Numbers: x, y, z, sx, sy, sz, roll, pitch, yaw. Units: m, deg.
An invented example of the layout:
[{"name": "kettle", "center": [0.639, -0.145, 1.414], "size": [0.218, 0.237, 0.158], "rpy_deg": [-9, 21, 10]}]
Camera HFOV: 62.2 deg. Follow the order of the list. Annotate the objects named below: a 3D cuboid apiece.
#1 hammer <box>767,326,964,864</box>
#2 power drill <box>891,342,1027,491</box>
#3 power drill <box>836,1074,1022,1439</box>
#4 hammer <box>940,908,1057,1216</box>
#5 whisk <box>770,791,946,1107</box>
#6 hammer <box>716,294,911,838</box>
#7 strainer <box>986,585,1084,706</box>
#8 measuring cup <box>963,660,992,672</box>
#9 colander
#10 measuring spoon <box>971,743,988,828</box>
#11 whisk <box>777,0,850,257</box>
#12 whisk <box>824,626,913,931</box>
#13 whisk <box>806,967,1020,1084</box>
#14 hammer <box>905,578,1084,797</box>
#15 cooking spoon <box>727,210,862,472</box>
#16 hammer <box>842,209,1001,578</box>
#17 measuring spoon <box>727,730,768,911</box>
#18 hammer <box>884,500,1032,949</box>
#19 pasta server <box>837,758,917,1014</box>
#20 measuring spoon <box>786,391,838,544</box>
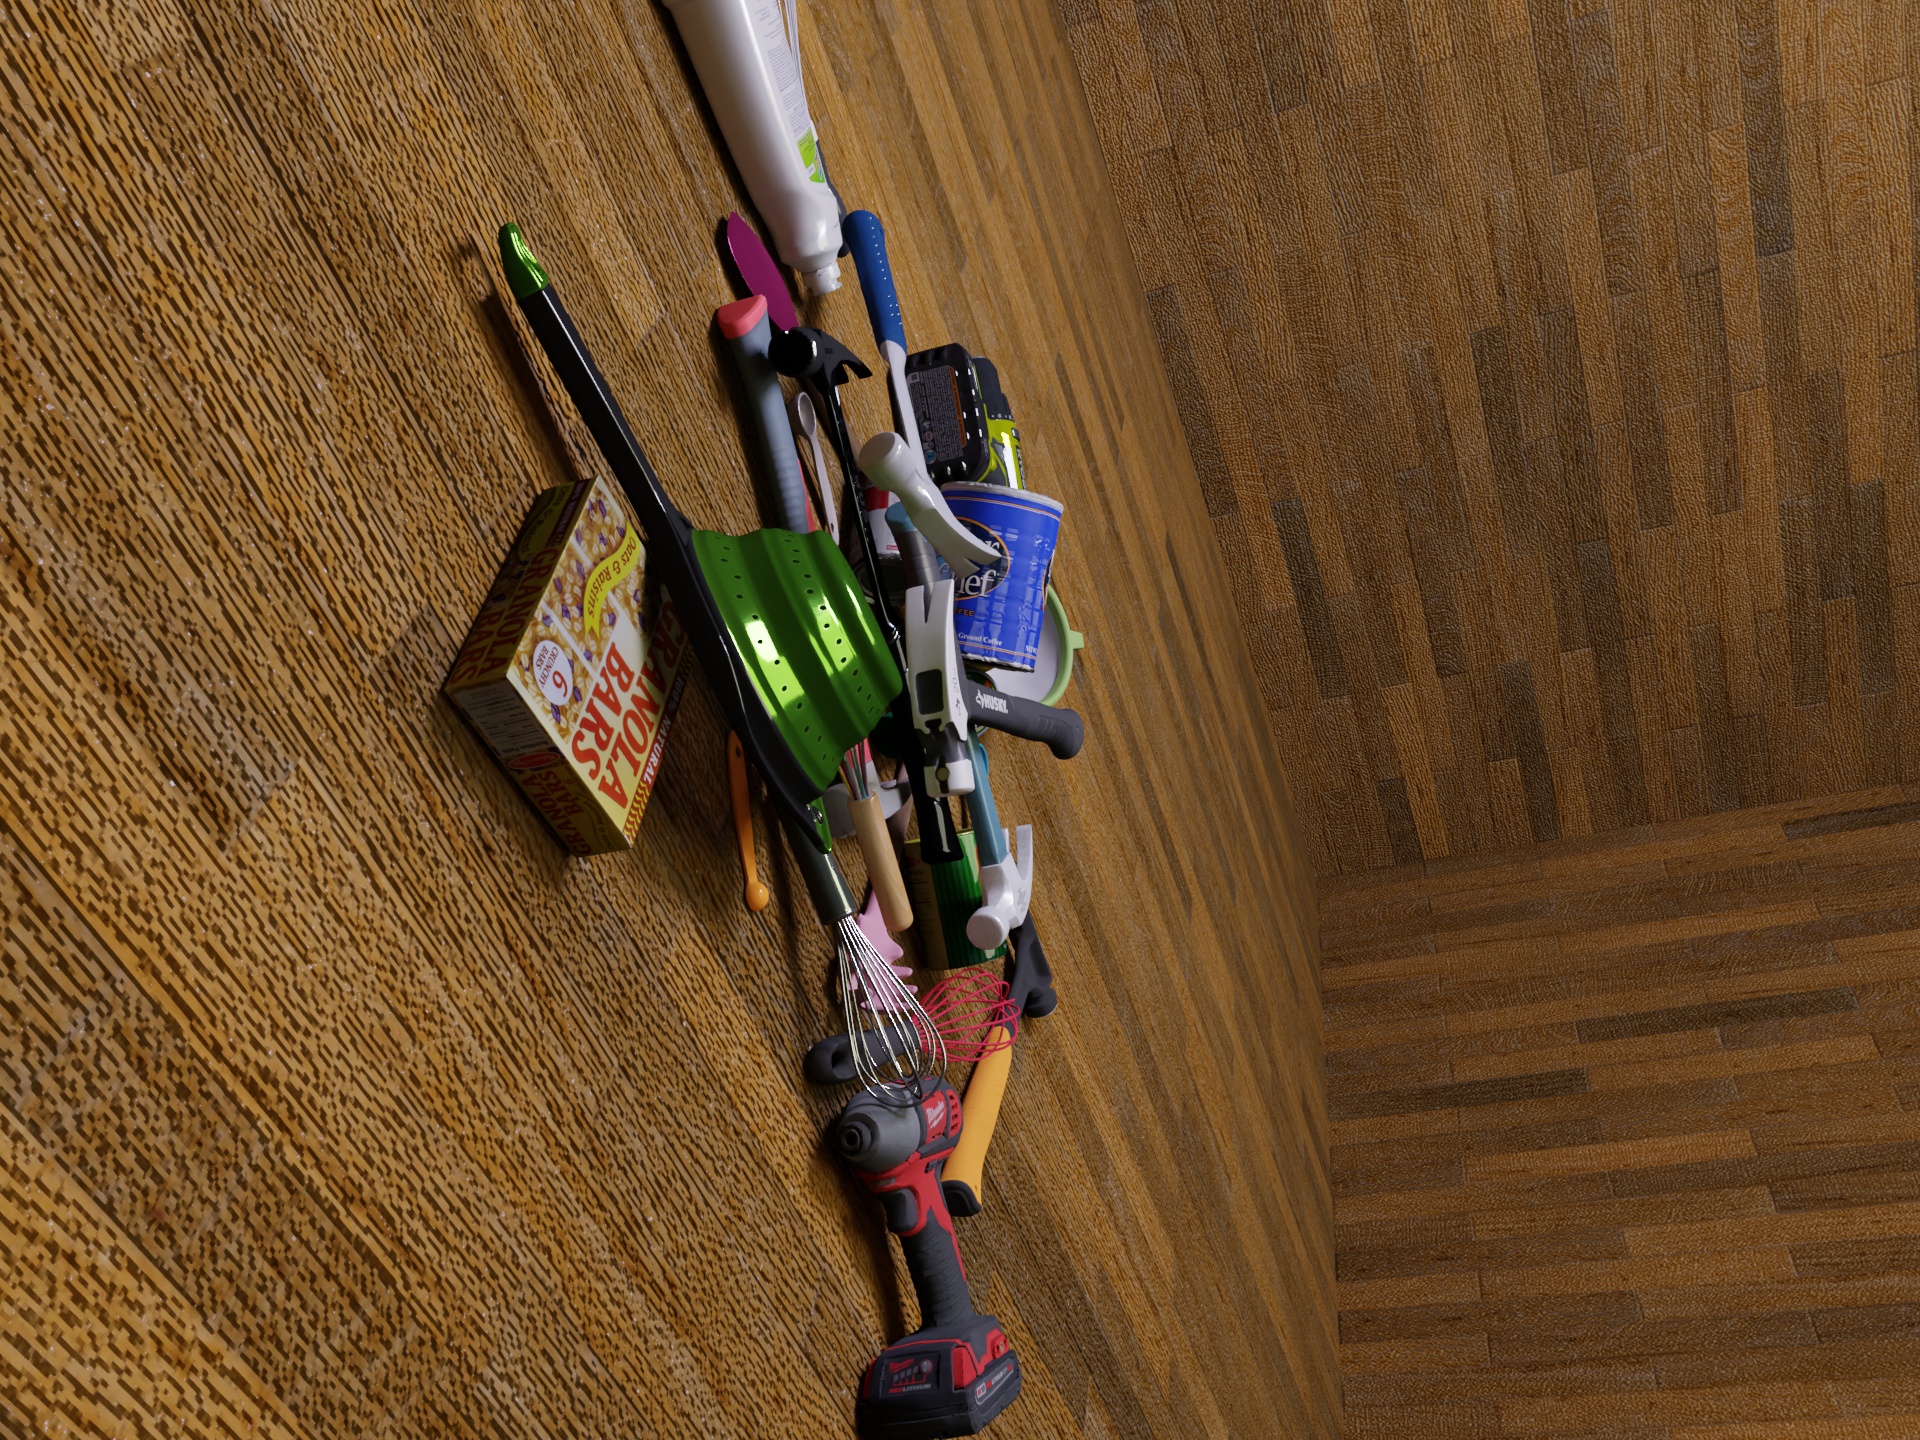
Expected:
[{"name": "hammer", "center": [-0.058, -0.087, 1.186], "size": [0.149, 0.036, 0.409], "rpy_deg": [-41, 118, -74]}, {"name": "power drill", "center": [0.008, -0.286, 1.560], "size": [0.228, 0.080, 0.190], "rpy_deg": [14, 66, -73]}, {"name": "power drill", "center": [-0.030, 0.349, 1.049], "size": [0.143, 0.078, 0.220], "rpy_deg": [21, 56, -69]}, {"name": "hammer", "center": [0.028, 0.280, 1.327], "size": [0.337, 0.034, 0.127], "rpy_deg": [-65, 140, -61]}, {"name": "whisk", "center": [-0.075, 0.135, 1.039], "size": [0.058, 0.059, 0.246], "rpy_deg": [115, -48, -80]}, {"name": "hammer", "center": [-0.107, -0.115, 1.164], "size": [0.143, 0.038, 0.386], "rpy_deg": [-29, 107, -72]}, {"name": "strainer", "center": [0.012, -0.035, 1.446], "size": [0.151, 0.069, 0.256], "rpy_deg": [46, 51, -24]}, {"name": "measuring cup", "center": [-0.017, -0.096, 1.363], "size": [0.156, 0.029, 0.062], "rpy_deg": [41, 51, -32]}, {"name": "colander", "center": [-0.130, -0.113, 0.918], "size": [0.396, 0.094, 0.205], "rpy_deg": [64, 0, -24]}, {"name": "measuring spoon", "center": [0.007, 0.083, 1.427], "size": [0.042, 0.021, 0.129], "rpy_deg": [37, 53, -63]}, {"name": "whisk", "center": [-0.140, -0.508, 1.293], "size": [0.070, 0.070, 0.284], "rpy_deg": [-79, 157, -49]}, {"name": "whisk", "center": [-0.069, 0.031, 1.080], "size": [0.047, 0.051, 0.245], "rpy_deg": [-29, 111, -38]}, {"name": "whisk", "center": [-0.031, 0.227, 1.156], "size": [0.295, 0.073, 0.073], "rpy_deg": [3, 76, -64]}, {"name": "hammer", "center": [0.035, -0.011, 1.198], "size": [0.334, 0.035, 0.146], "rpy_deg": [13, 67, -70]}, {"name": "cooking spoon", "center": [-0.113, -0.263, 1.270], "size": [0.069, 0.017, 0.318], "rpy_deg": [-89, 158, -43]}, {"name": "hammer", "center": [-0.048, -0.269, 1.213], "size": [0.143, 0.035, 0.406], "rpy_deg": [47, 21, -42]}, {"name": "measuring spoon", "center": [-0.134, 0.063, 1.011], "size": [0.021, 0.011, 0.117], "rpy_deg": [17, 62, -70]}, {"name": "hammer", "center": [-0.002, -0.004, 1.193], "size": [0.128, 0.033, 0.331], "rpy_deg": [-38, 115, -71]}, {"name": "pasta server", "center": [-0.049, 0.104, 1.201], "size": [0.060, 0.040, 0.316], "rpy_deg": [44, 31, -23]}, {"name": "measuring spoon", "center": [-0.115, -0.193, 1.235], "size": [0.034, 0.018, 0.124], "rpy_deg": [-66, 147, -61]}]
